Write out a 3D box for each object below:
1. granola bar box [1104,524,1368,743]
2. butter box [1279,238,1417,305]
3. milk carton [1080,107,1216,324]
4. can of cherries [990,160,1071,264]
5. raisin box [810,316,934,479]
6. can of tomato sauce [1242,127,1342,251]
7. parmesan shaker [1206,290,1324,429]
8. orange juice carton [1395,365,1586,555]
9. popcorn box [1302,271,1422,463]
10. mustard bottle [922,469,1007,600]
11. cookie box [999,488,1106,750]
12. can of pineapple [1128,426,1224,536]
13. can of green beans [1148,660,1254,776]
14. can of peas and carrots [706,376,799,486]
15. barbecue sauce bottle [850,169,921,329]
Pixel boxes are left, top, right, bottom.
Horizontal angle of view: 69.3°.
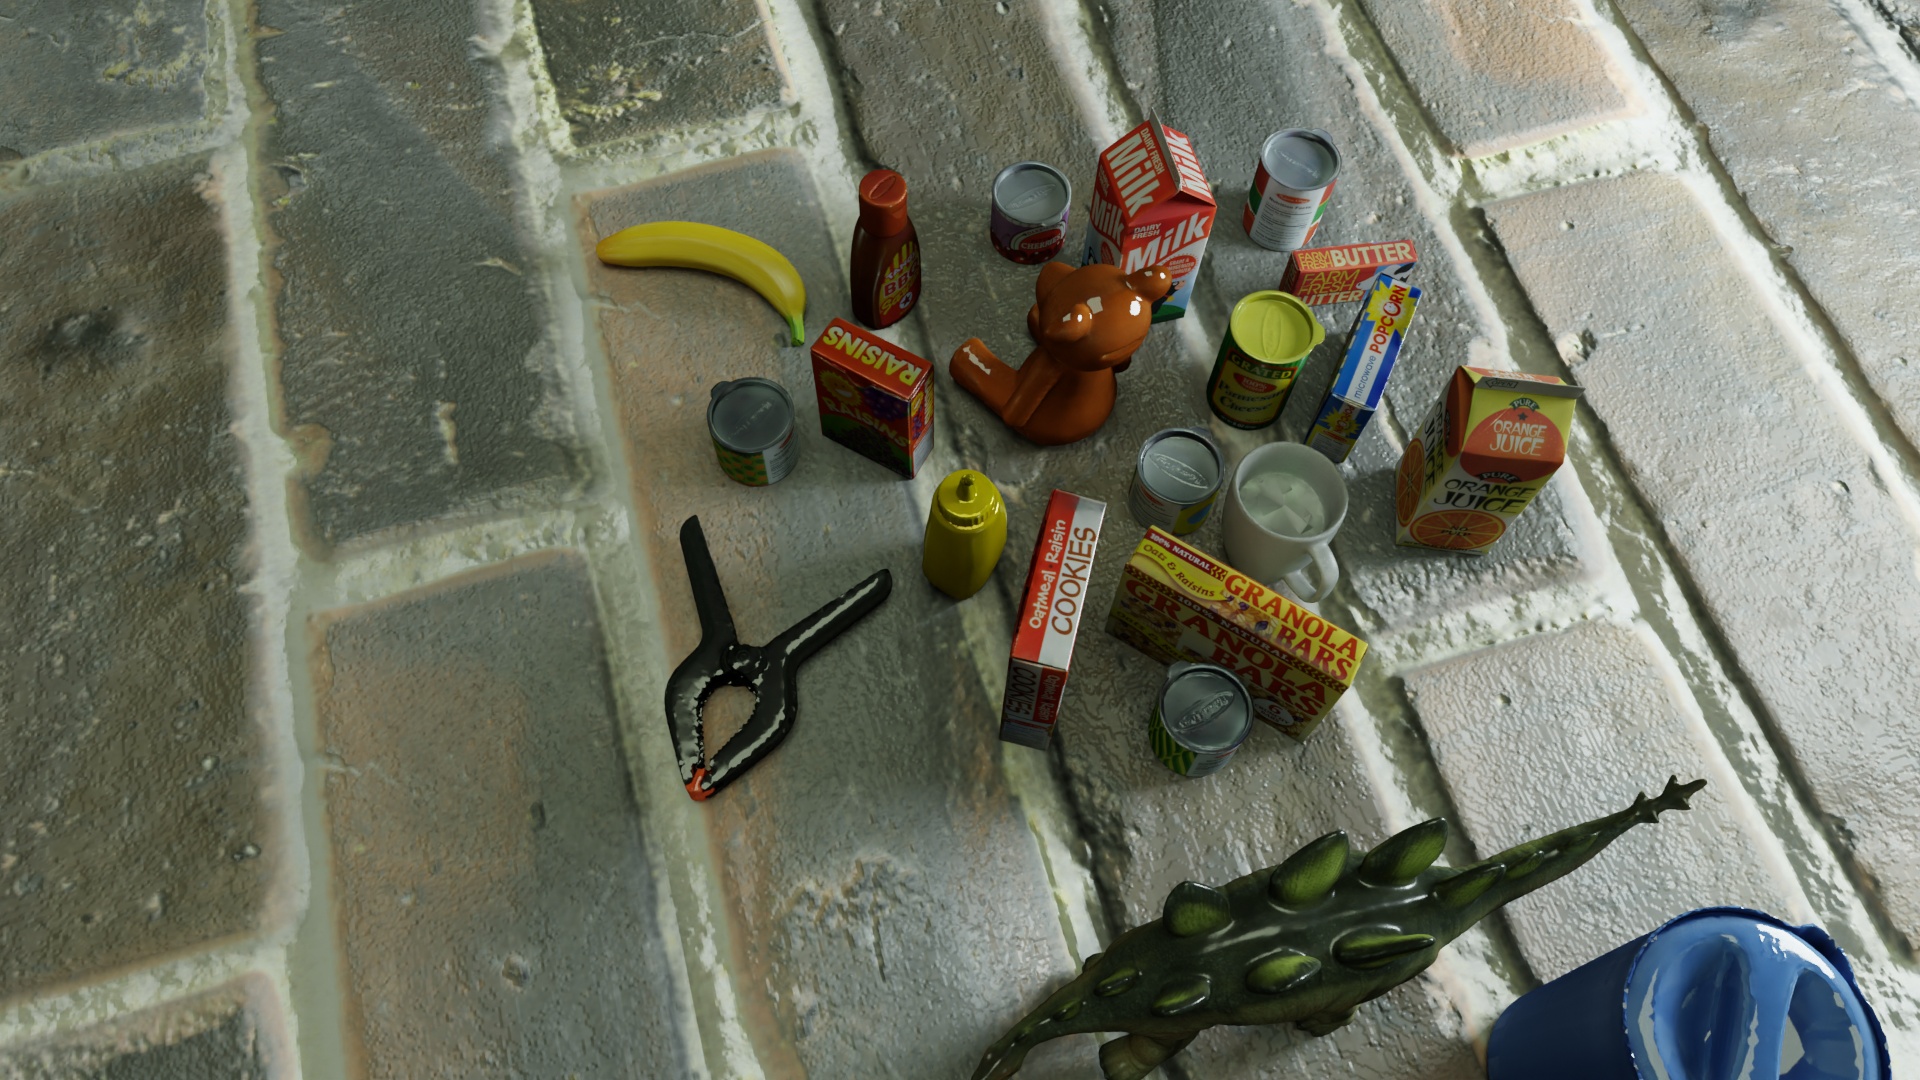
[{"bbox_3d":[0.188,0.067,0.973,0.166,0.123,0.039,30,67,12],"label":"granola bar box"},{"bbox_3d":[0.322,-0.222,1.157,0.103,0.053,0.024,-6,65,-5],"label":"butter box"},{"bbox_3d":[0.147,-0.248,1.089,0.073,0.189,0.072,-13,65,-8],"label":"milk carton"},{"bbox_3d":[0.059,-0.274,1.172,0.071,0.058,0.072,1,64,-1],"label":"can of cherries"},{"bbox_3d":[-0.065,-0.105,1.050,0.086,0.123,0.040,28,67,12],"label":"raisin box"},{"bbox_3d":[0.279,-0.297,1.176,0.071,0.082,0.071,1,64,-1],"label":"can of tomato sauce"},{"bbox_3d":[0.236,-0.138,1.086,0.071,0.102,0.071,1,64,-1],"label":"parmesan shaker"},{"bbox_3d":[0.378,-0.064,1.004,0.072,0.191,0.073,7,64,2],"label":"orange juice carton"},{"bbox_3d":[0.317,-0.135,1.097,0.038,0.085,0.127,23,66,10],"label":"popcorn box"},{"bbox_3d":[0.004,-0.012,0.986,0.049,0.159,0.065,30,67,12],"label":"mustard bottle"},{"bbox_3d":[0.060,0.058,0.949,0.040,0.166,0.123,13,65,5],"label":"cookie box"},{"bbox_3d":[0.166,-0.045,1.063,0.071,0.057,0.071,1,64,-1],"label":"can of pineapple"},{"bbox_3d":[0.168,0.127,0.979,0.071,0.057,0.071,1,64,-1],"label":"can of green beans"},{"bbox_3d":[-0.161,-0.085,1.073,0.071,0.058,0.071,1,64,-1],"label":"can of peas and carrots"},{"bbox_3d":[-0.060,-0.231,1.098,0.044,0.148,0.065,37,69,15],"label":"barbecue sauce bottle"}]
